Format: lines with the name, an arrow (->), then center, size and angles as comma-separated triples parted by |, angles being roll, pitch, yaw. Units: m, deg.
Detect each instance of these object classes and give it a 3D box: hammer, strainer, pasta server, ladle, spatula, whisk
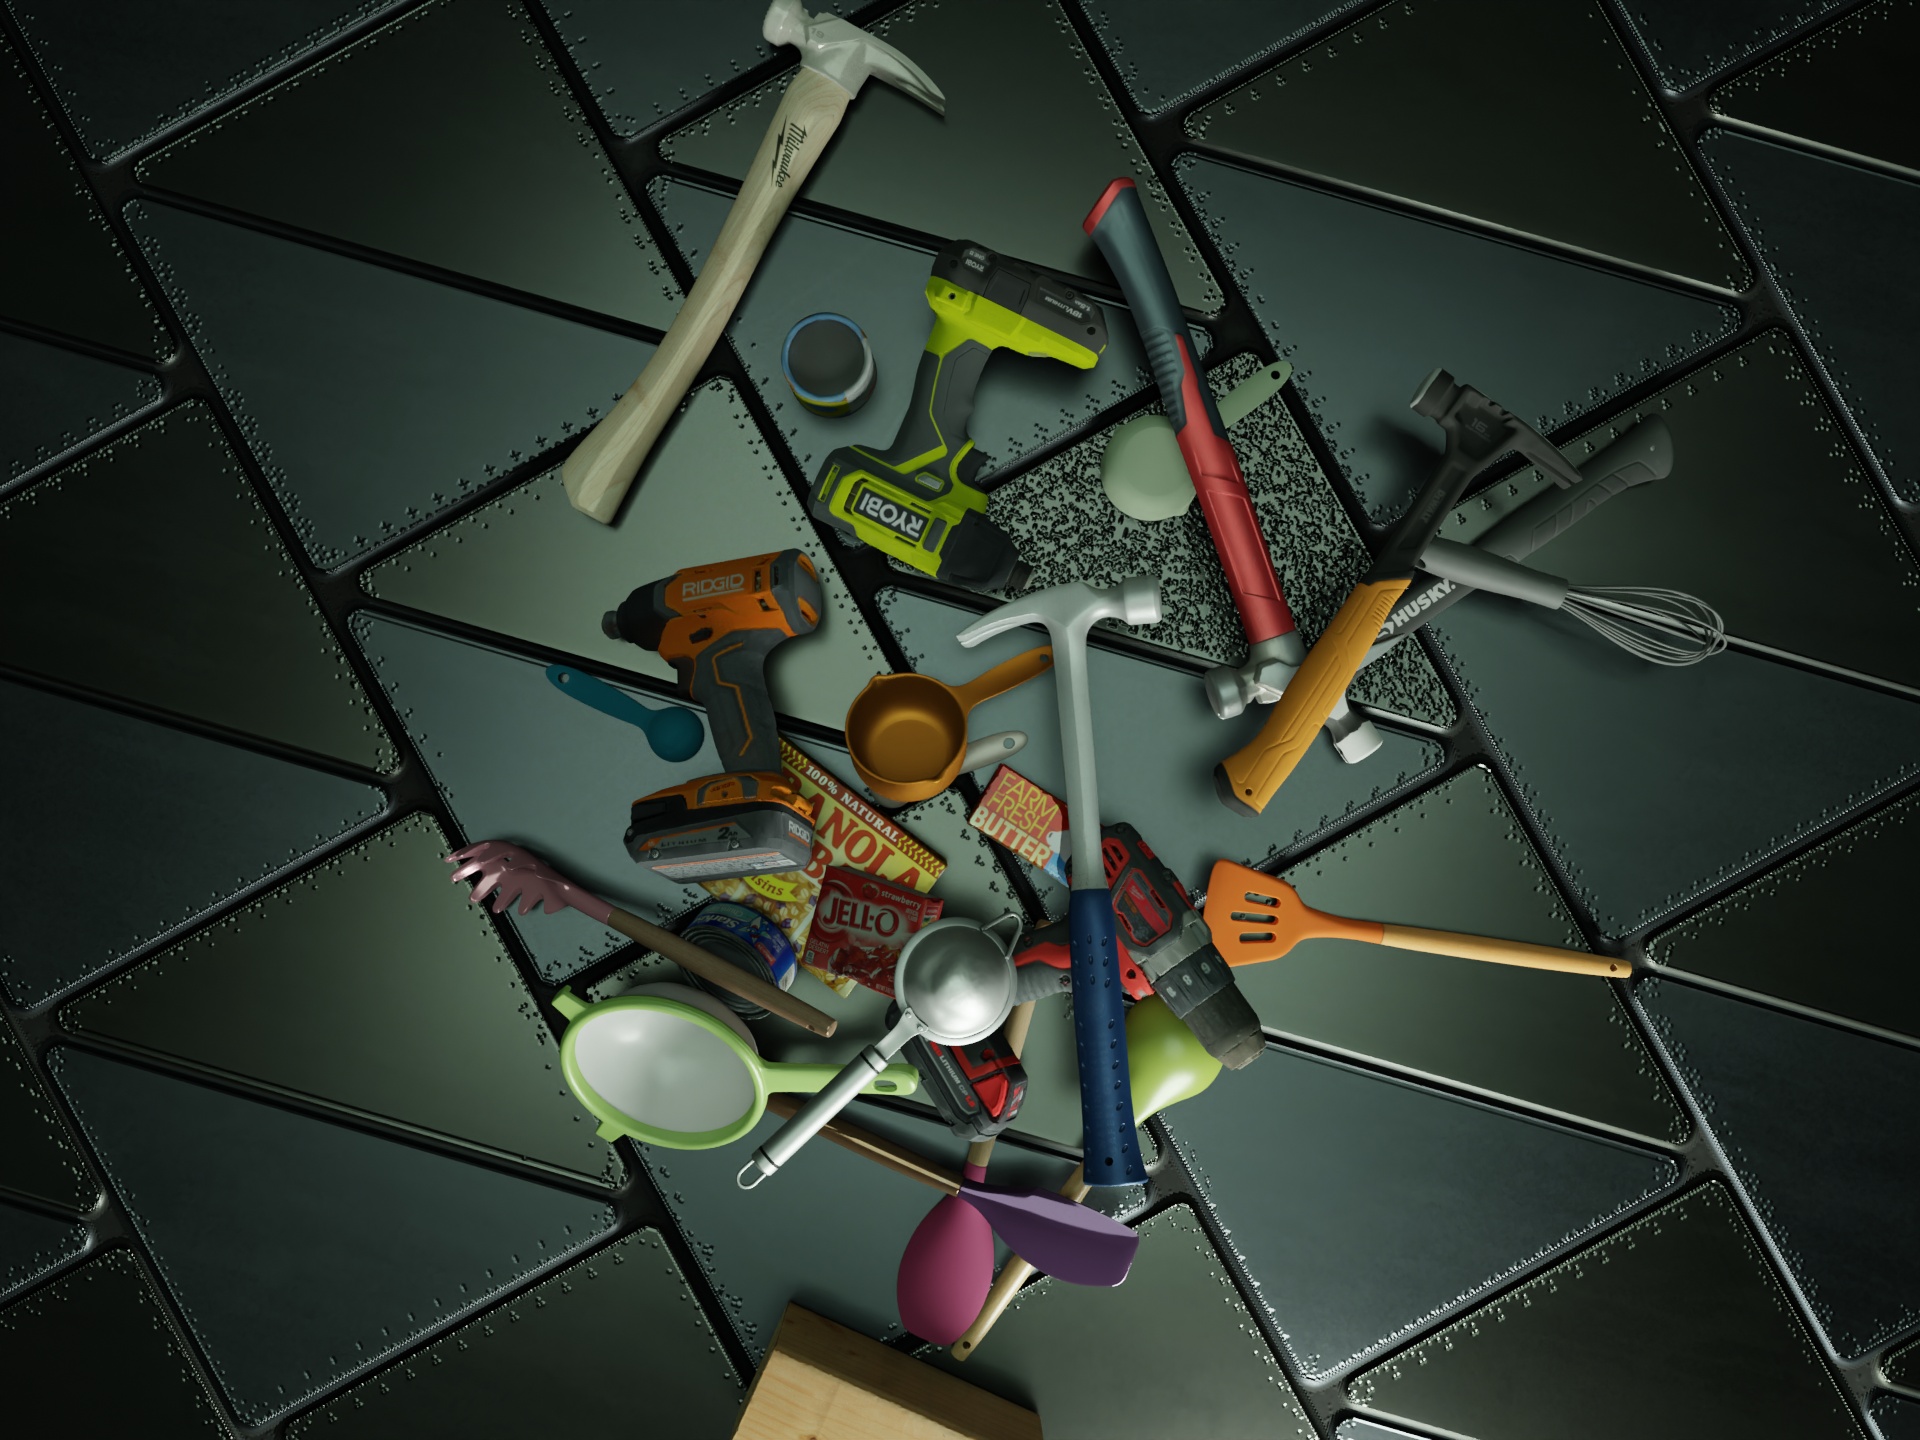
hammer -> -0.166, -0.326, 1.177 | 0.146, 0.038, 0.410 | 29, 90, -1
strainer -> -0.152, 0.233, 1.129 | 0.256, 0.069, 0.151 | 0, 125, 10
hammer -> 0.380, -0.121, 1.171 | 0.335, 0.035, 0.146 | -35, 90, 0
hammer -> 0.288, -0.073, 1.100 | 0.127, 0.034, 0.337 | 34, 87, 0
pasta server -> -0.228, 0.156, 1.126 | 0.316, 0.060, 0.040 | 23, 50, 18
strainer -> -0.050, 0.222, 1.062 | 0.258, 0.050, 0.087 | -43, 96, -6
ladle -> 0.087, 0.336, 1.168 | 0.078, 0.062, 0.320 | 34, 96, 2
spatula -> 0.334, 0.161, 1.164 | 0.322, 0.041, 0.081 | 8, 88, -1
hammer -> 0.188, -0.205, 1.134 | 0.143, 0.038, 0.386 | -19, 90, -2
whisk -> 0.427, -0.091, 1.133 | 0.239, 0.055, 0.055 | 18, 89, 3
hammer -> 0.081, 0.104, 1.078 | 0.144, 0.035, 0.406 | -6, 78, 11
spatula -> -0.024, 0.330, 1.154 | 0.316, 0.018, 0.060 | 23, 98, 9

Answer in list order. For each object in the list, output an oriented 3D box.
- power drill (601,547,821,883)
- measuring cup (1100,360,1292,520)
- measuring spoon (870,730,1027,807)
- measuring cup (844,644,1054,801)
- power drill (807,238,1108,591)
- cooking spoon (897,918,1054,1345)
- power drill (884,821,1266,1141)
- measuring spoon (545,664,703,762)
power drill -> -0.181, -0.005, 1.125 | 0.164, 0.084, 0.227 | -8, 70, 16
measuring cup -> 0.178, -0.215, 1.171 | 0.167, 0.038, 0.083 | -37, 89, 2
measuring spoon -> -0.008, 0.033, 1.178 | 0.124, 0.018, 0.034 | -20, 89, -1
measuring cup -> -0.002, -0.004, 1.162 | 0.173, 0.052, 0.095 | -27, 68, -13
power drill -> 0.011, -0.213, 1.147 | 0.171, 0.080, 0.223 | 26, 99, 2
cooking spoon -> 0.019, 0.301, 1.171 | 0.069, 0.017, 0.319 | 16, 87, 16
power drill -> 0.083, 0.205, 1.115 | 0.226, 0.080, 0.188 | -37, 75, 7
measuring spoon -> -0.251, -0.009, 1.178 | 0.128, 0.021, 0.042 | 27, 89, -1
